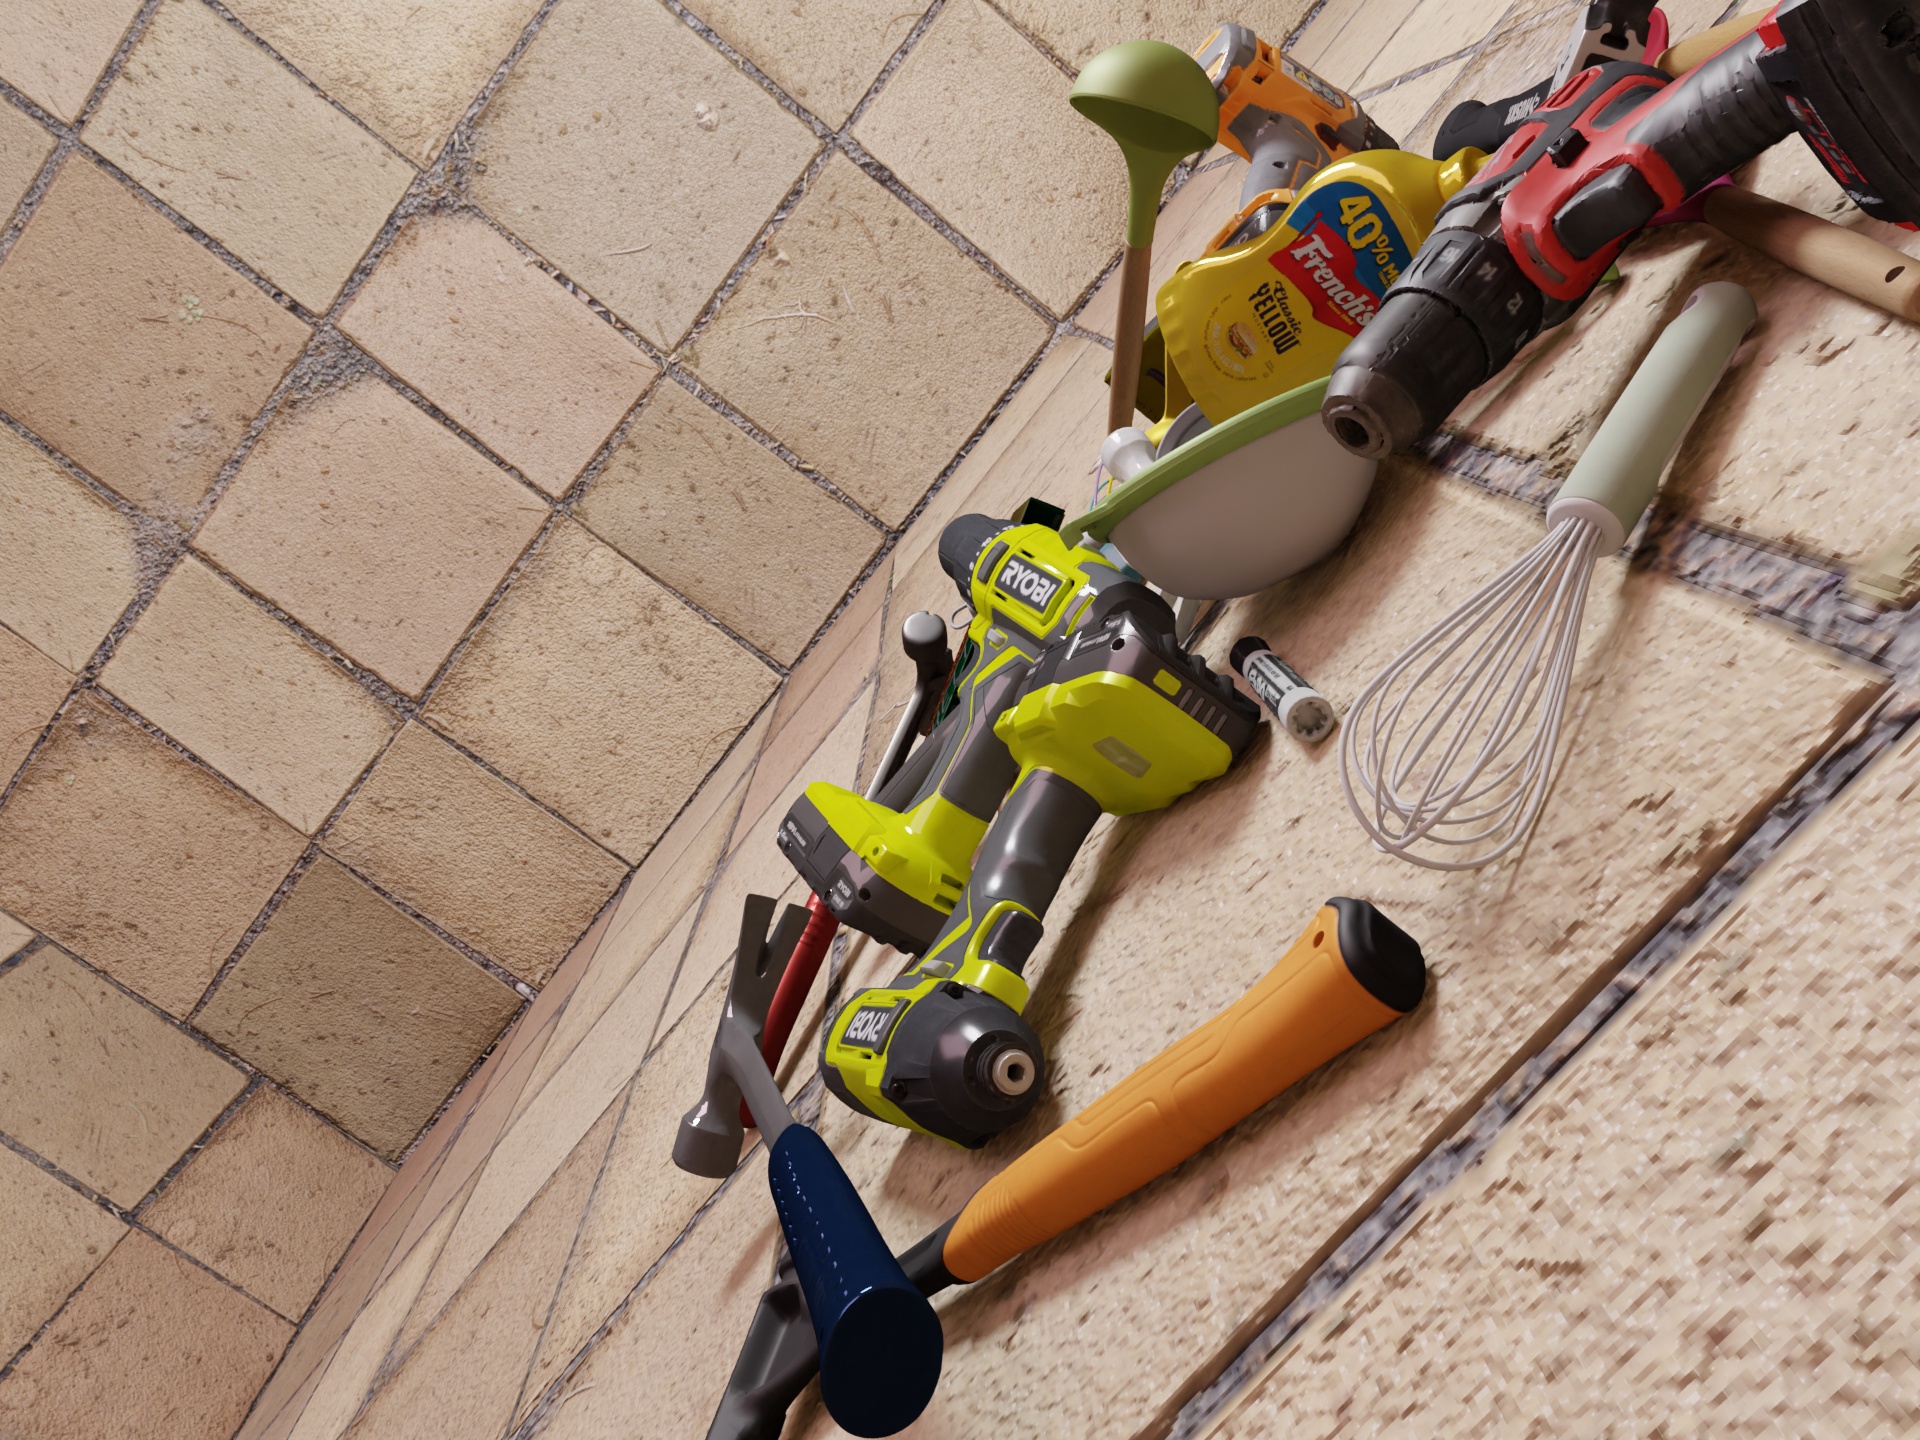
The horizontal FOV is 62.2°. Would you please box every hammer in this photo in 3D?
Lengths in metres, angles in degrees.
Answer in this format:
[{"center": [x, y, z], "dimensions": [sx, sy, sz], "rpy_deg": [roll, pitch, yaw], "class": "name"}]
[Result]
[{"center": [-0.068, 0.163, 0.629], "dimensions": [0.405, 0.035, 0.144], "rpy_deg": [-174, 100, -76], "class": "hammer"}, {"center": [-0.077, 0.104, 1.058], "dimensions": [0.149, 0.037, 0.359], "rpy_deg": [85, -156, -56], "class": "hammer"}, {"center": [0.293, -0.312, 0.848], "dimensions": [0.335, 0.035, 0.146], "rpy_deg": [-67, -5, -73], "class": "hammer"}, {"center": [0.020, -0.012, 0.926], "dimensions": [0.331, 0.033, 0.128], "rpy_deg": [-48, 43, 20], "class": "hammer"}, {"center": [0.018, 0.163, 0.519], "dimensions": [0.336, 0.034, 0.127], "rpy_deg": [-45, 11, 34], "class": "hammer"}]

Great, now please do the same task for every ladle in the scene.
[{"center": [0.096, -0.246, 0.907], "dimensions": [0.319, 0.078, 0.062], "rpy_deg": [88, -156, -60], "class": "ladle"}, {"center": [0.311, -0.284, 0.681], "dimensions": [0.315, 0.031, 0.069], "rpy_deg": [-64, -1, -70], "class": "ladle"}]

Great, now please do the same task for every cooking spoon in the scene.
[{"center": [0.281, -0.180, 0.570], "dimensions": [0.068, 0.017, 0.319], "rpy_deg": [-43, 12, 23], "class": "cooking spoon"}]

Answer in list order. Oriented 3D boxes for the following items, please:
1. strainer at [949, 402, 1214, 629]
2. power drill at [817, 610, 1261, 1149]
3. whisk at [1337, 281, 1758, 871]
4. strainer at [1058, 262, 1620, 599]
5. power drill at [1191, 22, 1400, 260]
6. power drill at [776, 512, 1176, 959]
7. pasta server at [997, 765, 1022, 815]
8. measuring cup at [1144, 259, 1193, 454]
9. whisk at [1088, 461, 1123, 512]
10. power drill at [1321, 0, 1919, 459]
[{"center": [0.099, -0.116, 0.946], "dimensions": [0.258, 0.087, 0.050], "rpy_deg": [-27, -23, 24], "class": "strainer"}, {"center": [0.032, 0.071, 0.671], "dimensions": [0.223, 0.080, 0.171], "rpy_deg": [-60, 12, -18], "class": "power drill"}, {"center": [0.187, -0.053, 0.483], "dimensions": [0.246, 0.059, 0.057], "rpy_deg": [-51, -8, -23], "class": "whisk"}, {"center": [0.180, -0.118, 0.718], "dimensions": [0.256, 0.069, 0.151], "rpy_deg": [-27, -4, 28], "class": "strainer"}, {"center": [0.213, -0.287, 0.919], "dimensions": [0.084, 0.185, 0.226], "rpy_deg": [-43, 33, 44], "class": "power drill"}, {"center": [-0.001, -0.003, 0.860], "dimensions": [0.228, 0.080, 0.191], "rpy_deg": [-58, 35, 5], "class": "power drill"}, {"center": [0.041, -0.010, 1.047], "dimensions": [0.060, 0.040, 0.316], "rpy_deg": [-48, 15, 22], "class": "pasta server"}, {"center": [0.141, -0.212, 1.014], "dimensions": [0.029, 0.062, 0.156], "rpy_deg": [-90, 0, -70], "class": "measuring cup"}, {"center": [0.098, -0.104, 1.087], "dimensions": [0.245, 0.051, 0.047], "rpy_deg": [-69, -2, -47], "class": "whisk"}, {"center": [0.225, -0.171, 0.506], "dimensions": [0.188, 0.080, 0.227], "rpy_deg": [-47, 12, -17], "class": "power drill"}]
